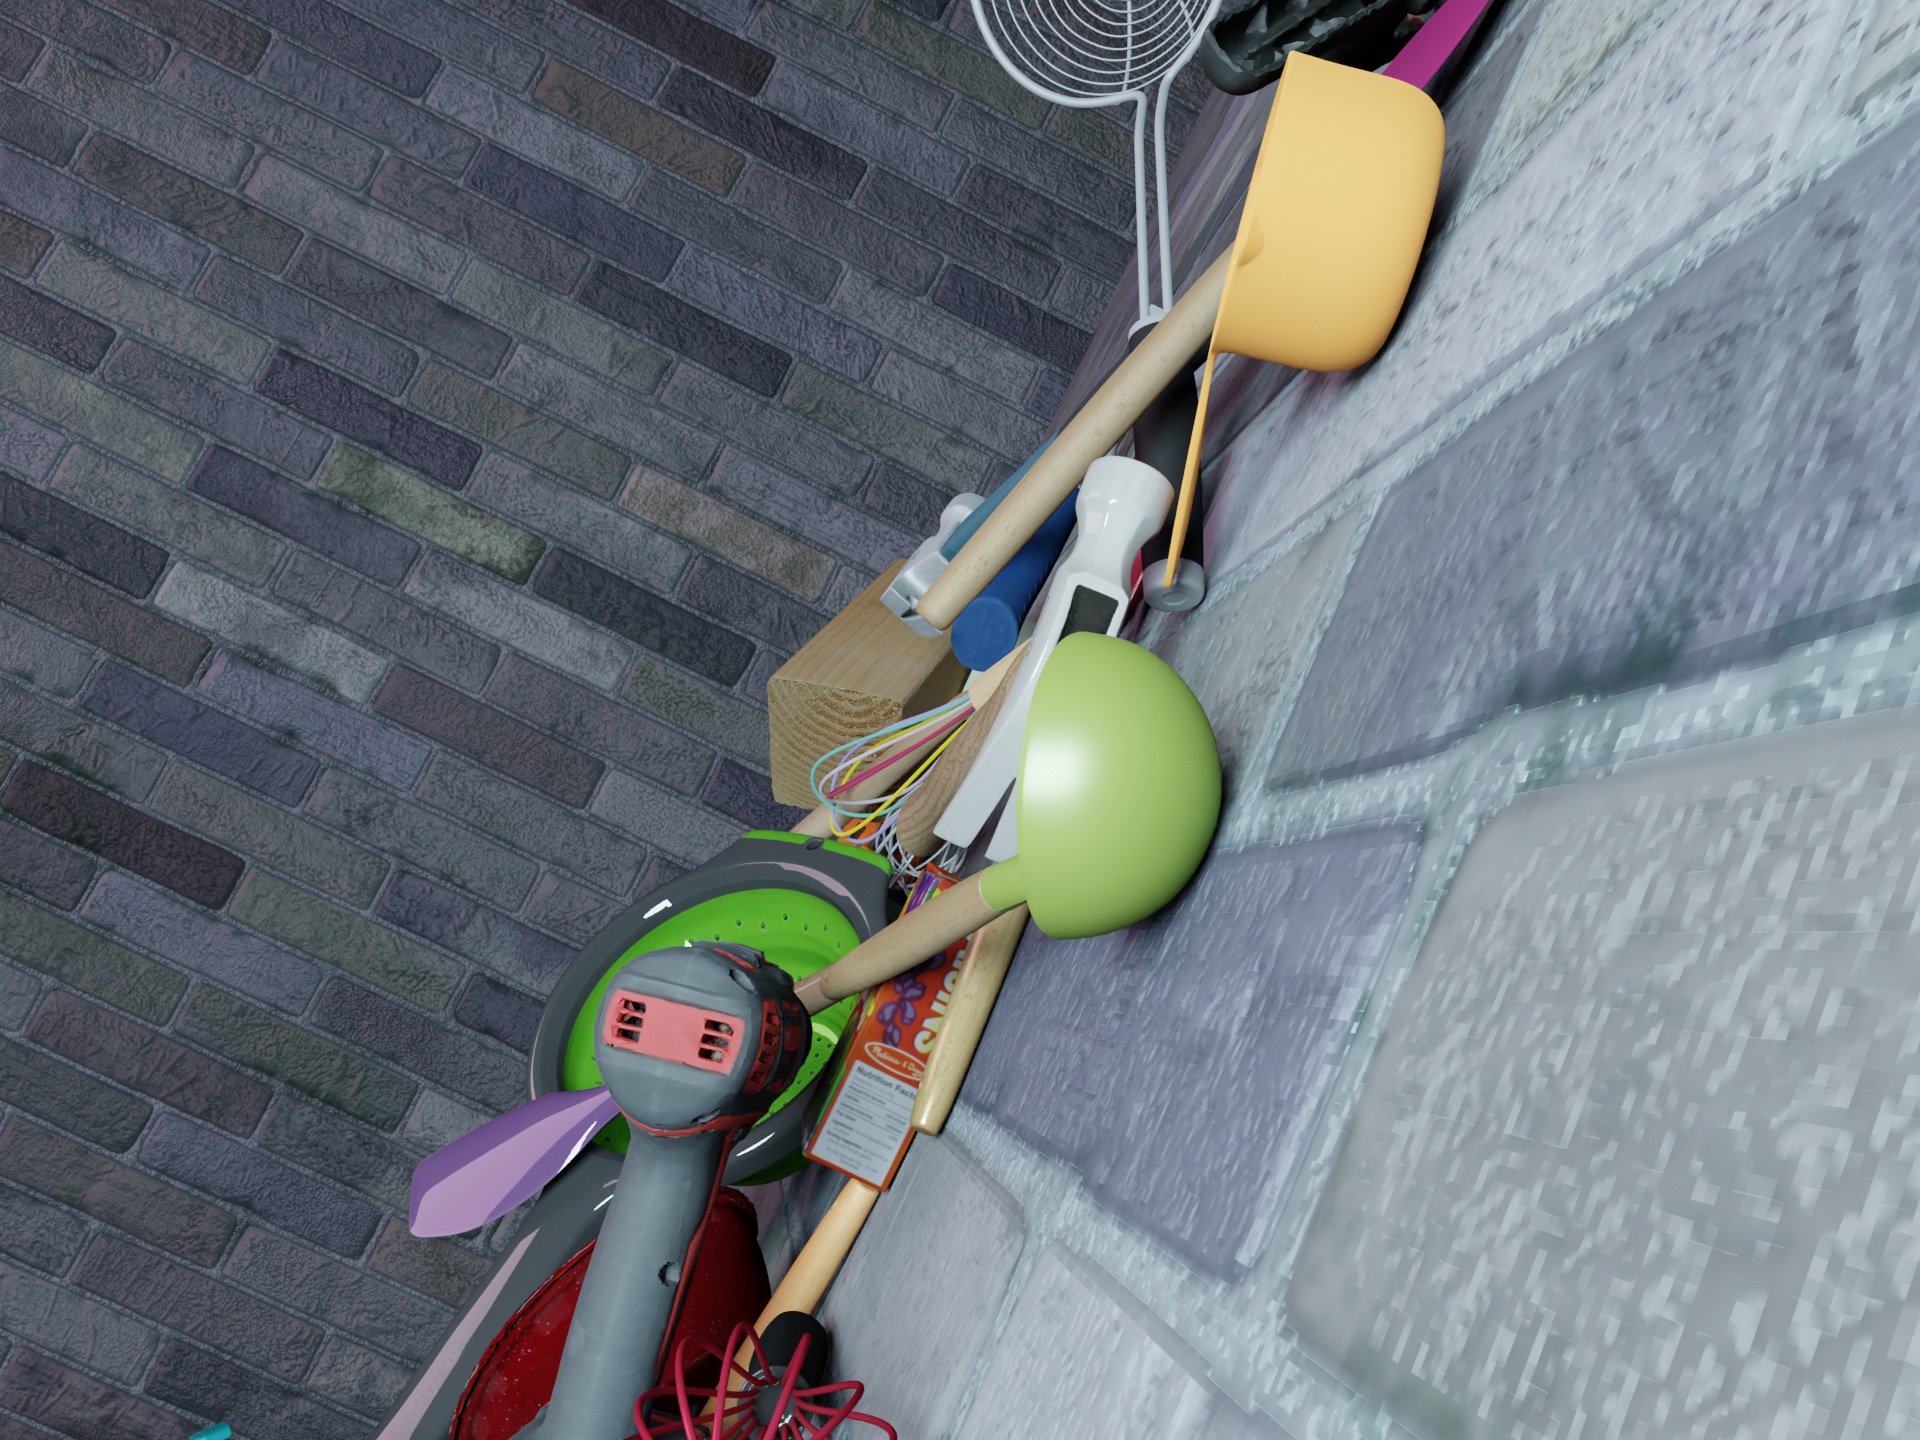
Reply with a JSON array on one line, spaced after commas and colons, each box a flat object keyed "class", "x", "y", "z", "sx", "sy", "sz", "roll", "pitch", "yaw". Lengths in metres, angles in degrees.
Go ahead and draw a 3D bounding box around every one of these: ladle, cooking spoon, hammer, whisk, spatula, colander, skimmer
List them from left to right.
[{"class": "colander", "x": -0.155, "y": 0.233, "z": 0.796, "sx": 0.397, "sy": 0.205, "sz": 0.094, "roll": -56, "pitch": -42, "yaw": -33}, {"class": "spatula", "x": -0.131, "y": 0.163, "z": 0.751, "sx": 0.316, "sy": 0.018, "sz": 0.060, "roll": -29, "pitch": 40, "yaw": 8}, {"class": "spatula", "x": -0.112, "y": 0.327, "z": 0.656, "sx": 0.322, "sy": 0.041, "sz": 0.081, "roll": -59, "pitch": 5, "yaw": 6}, {"class": "whisk", "x": -0.055, "y": 0.204, "z": 0.466, "sx": 0.295, "sy": 0.073, "sz": 0.073, "roll": 104, "pitch": -169, "yaw": -75}, {"class": "spatula", "x": -0.106, "y": 0.094, "z": 0.931, "sx": 0.317, "sy": 0.044, "sz": 0.082, "roll": -40, "pitch": 25, "yaw": 5}, {"class": "ladle", "x": -0.008, "y": 0.056, "z": 0.510, "sx": 0.320, "sy": 0.062, "sz": 0.078, "roll": 138, "pitch": 149, "yaw": -62}, {"class": "whisk", "x": -0.002, "y": -0.004, "z": 0.808, "sx": 0.245, "sy": 0.051, "sz": 0.047, "roll": -37, "pitch": 7, "yaw": 42}, {"class": "hammer", "x": 0.009, "y": 0.014, "z": 0.657, "sx": 0.331, "sy": 0.031, "sz": 0.130, "roll": 124, "pitch": 168, "yaw": -72}, {"class": "whisk", "x": 0.017, "y": 0.013, "z": 0.865, "sx": 0.246, "sy": 0.059, "sz": 0.058, "roll": -57, "pitch": 44, "yaw": 34}, {"class": "ladle", "x": 0.040, "y": 0.015, "z": 0.636, "sx": 0.069, "sy": 0.031, "sz": 0.316, "roll": 123, "pitch": 171, "yaw": -63}, {"class": "hammer", "x": 0.069, "y": -0.141, "z": 0.967, "sx": 0.144, "sy": 0.035, "sz": 0.406, "roll": -61, "pitch": -1, "yaw": 32}, {"class": "hammer", "x": 0.061, "y": -0.137, "z": 0.733, "sx": 0.331, "sy": 0.033, "sz": 0.128, "roll": -38, "pitch": 14, "yaw": 48}, {"class": "skimmer", "x": 0.058, "y": -0.216, "z": 0.630, "sx": 0.127, "sy": 0.090, "sz": 0.364, "roll": -20, "pitch": 57, "yaw": 35}, {"class": "cooking spoon", "x": 0.094, "y": -0.154, "z": 0.559, "sx": 0.319, "sy": 0.017, "sz": 0.069, "roll": -49, "pitch": 3, "yaw": 0}]

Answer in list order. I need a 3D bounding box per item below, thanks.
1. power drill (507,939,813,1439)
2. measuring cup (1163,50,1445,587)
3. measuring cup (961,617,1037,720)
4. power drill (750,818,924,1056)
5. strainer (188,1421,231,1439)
[{"class": "power drill", "x": -0.106, "y": 0.195, "z": 0.589, "sx": 0.187, "sy": 0.080, "sz": 0.227, "roll": 74, "pitch": -152, "yaw": -78}, {"class": "measuring cup", "x": 0.104, "y": -0.114, "z": 0.499, "sx": 0.095, "sy": 0.052, "sz": 0.173, "roll": -69, "pitch": -9, "yaw": -58}, {"class": "measuring cup", "x": 0.031, "y": -0.026, "z": 0.959, "sx": 0.083, "sy": 0.038, "sz": 0.167, "roll": -64, "pitch": 6, "yaw": 3}, {"class": "power drill", "x": -0.060, "y": 0.101, "z": 1.050, "sx": 0.164, "sy": 0.084, "sz": 0.226, "roll": -60, "pitch": 1, "yaw": 22}, {"class": "strainer", "x": -0.199, "y": 0.417, "z": 0.614, "sx": 0.095, "sy": 0.211, "sz": 0.340, "roll": -21, "pitch": -50, "yaw": -37}]
